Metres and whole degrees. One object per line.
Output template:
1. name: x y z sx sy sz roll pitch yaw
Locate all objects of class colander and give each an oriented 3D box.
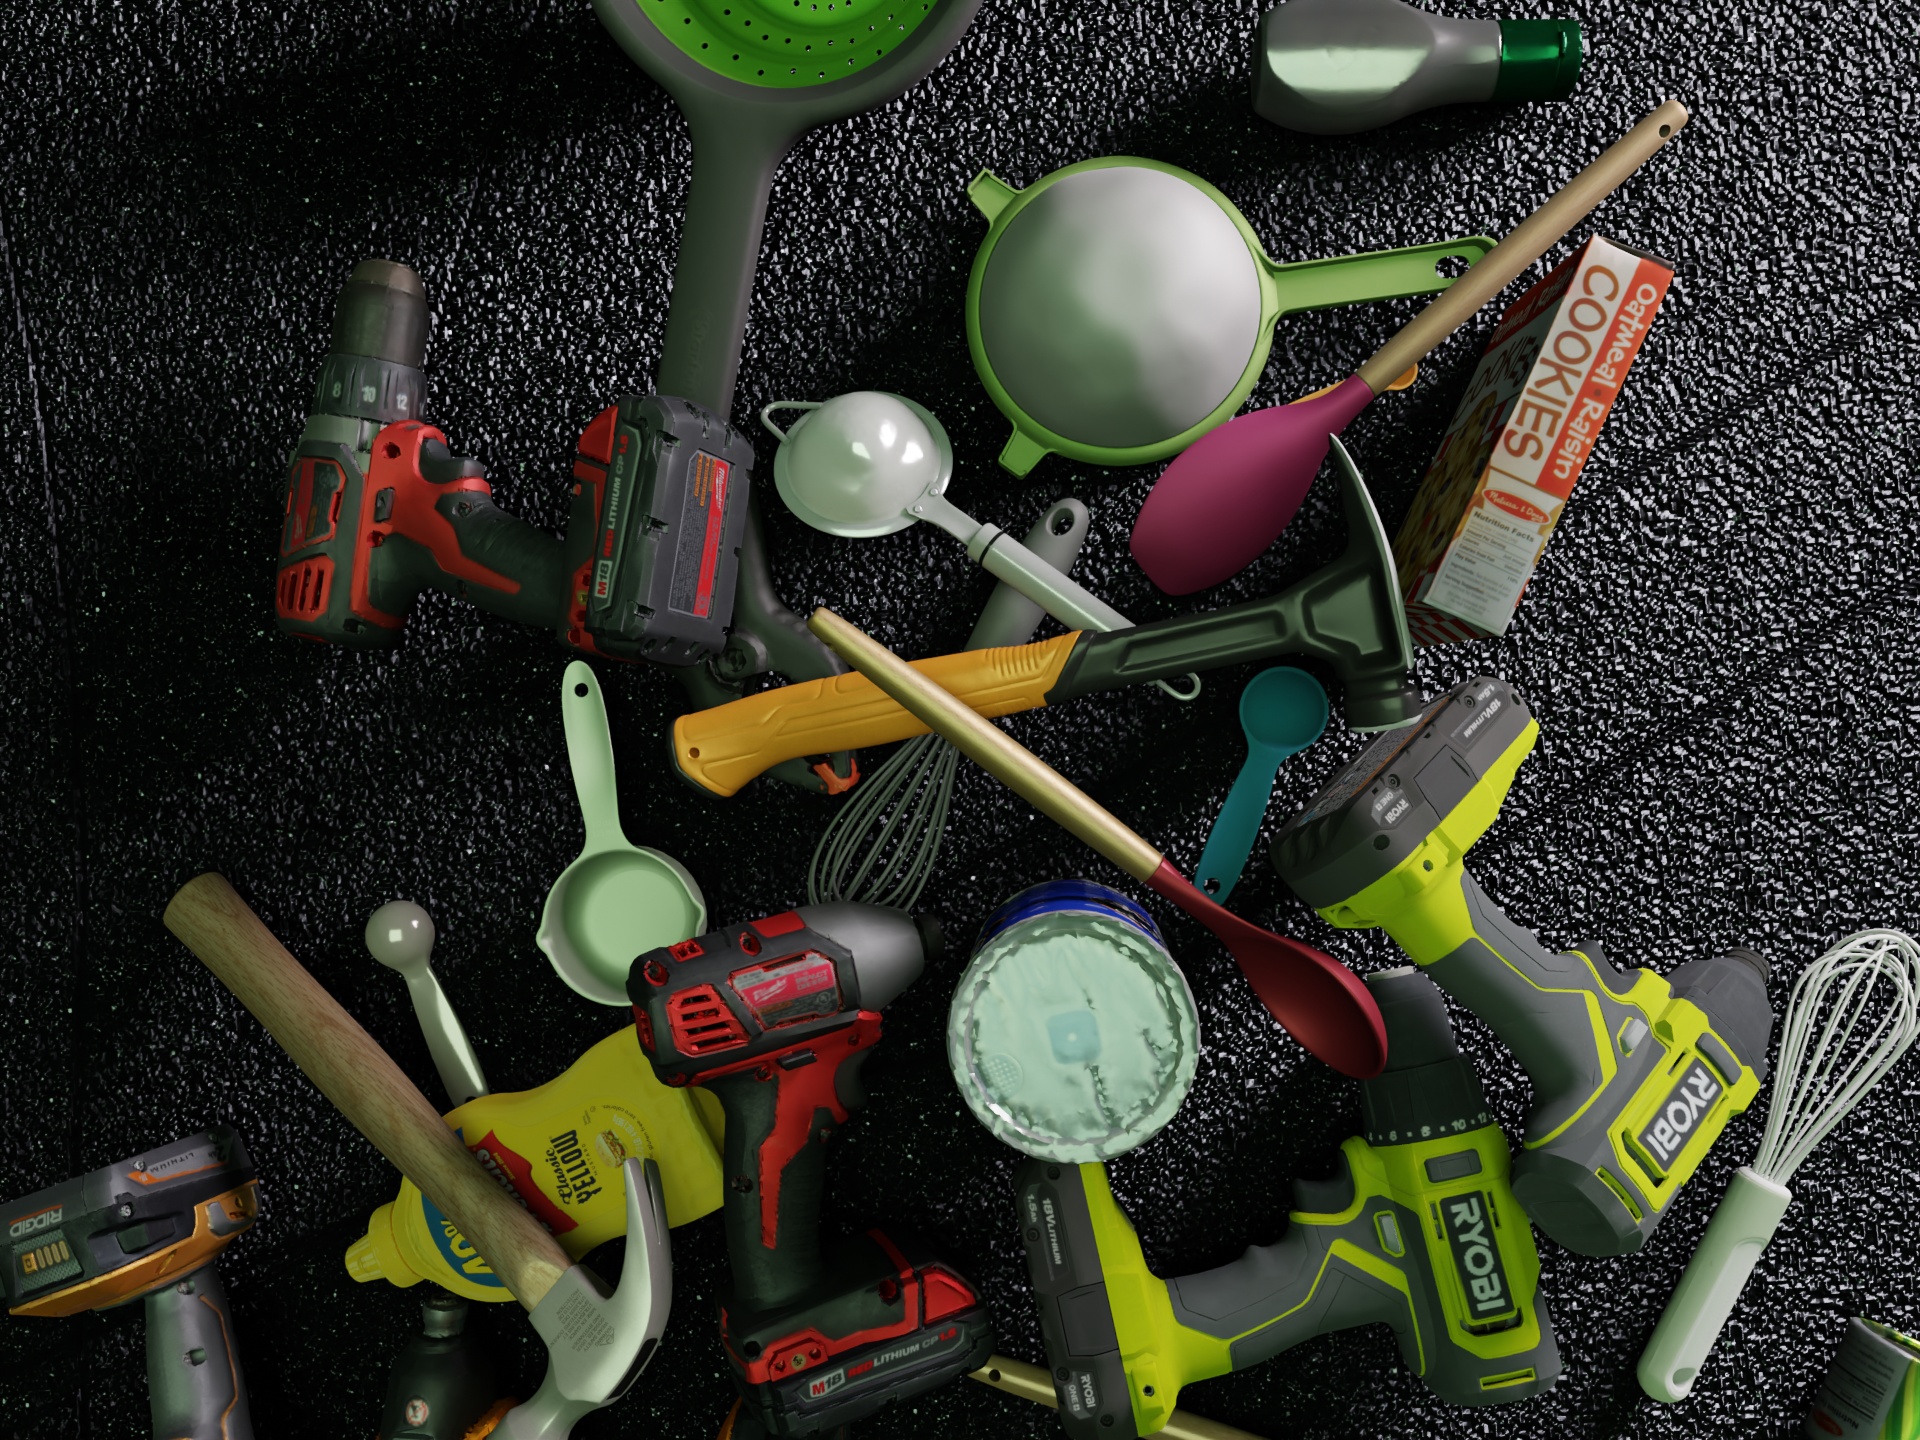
1. colander: -0.092 -0.305 0.759 0.204 0.094 0.397 15 109 3

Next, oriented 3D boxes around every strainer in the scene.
1. strainer: 0.006 -0.089 0.743 0.258 0.050 0.087 36 70 11
2. strainer: 0.128 -0.205 0.743 0.256 0.069 0.151 -6 89 5

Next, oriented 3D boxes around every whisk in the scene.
1. whisk: 0.378 0.208 0.739 0.057 0.059 0.246 22 96 -24
2. whisk: -0.001 -0.002 0.763 0.055 0.055 0.239 29 87 3

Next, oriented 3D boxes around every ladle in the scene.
1. ladle: 0.159 0.351 0.759 0.320 0.062 0.078 14 91 10
2. ladle: 0.062 0.050 0.690 0.315 0.069 0.031 37 64 -4

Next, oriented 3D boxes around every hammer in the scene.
1. hammer: -0.261 0.183 0.741 0.331 0.031 0.130 39 85 19
2. hammer: 0.024 -0.027 0.708 0.337 0.034 0.127 -12 96 14

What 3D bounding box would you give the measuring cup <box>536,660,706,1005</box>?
1. measuring cup: -0.169 0.054 0.778 0.083 0.038 0.167 -11 87 3

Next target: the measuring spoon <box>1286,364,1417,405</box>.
1. measuring spoon: 0.167 -0.146 0.772 0.117 0.011 0.021 -28 87 7

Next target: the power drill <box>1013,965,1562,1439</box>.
1. power drill: 0.144 0.227 0.734 0.228 0.080 0.191 -12 79 0

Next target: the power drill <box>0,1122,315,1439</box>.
1. power drill: -0.364 0.314 0.717 0.084 0.185 0.226 -20 85 5

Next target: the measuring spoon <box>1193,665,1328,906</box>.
1. measuring spoon: 0.139 0.034 0.771 0.042 0.021 0.128 21 100 3

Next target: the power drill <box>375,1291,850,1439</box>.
1. power drill: -0.170 0.361 0.755 0.226 0.084 0.164 1 89 7

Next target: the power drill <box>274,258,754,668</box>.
1. power drill: -0.216 -0.119 0.745 0.227 0.080 0.188 8 89 20

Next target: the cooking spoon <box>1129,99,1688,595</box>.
1. cooking spoon: 0.208 -0.174 0.743 0.319 0.017 0.068 -41 116 7

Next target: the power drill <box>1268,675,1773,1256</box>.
1. power drill: 0.262 0.098 0.716 0.171 0.080 0.223 -40 89 -27

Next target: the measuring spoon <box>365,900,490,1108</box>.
1. measuring spoon: -0.263 0.148 0.791 0.034 0.018 0.124 -24 89 3

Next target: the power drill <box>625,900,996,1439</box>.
1. power drill: -0.059 0.192 0.720 0.143 0.078 0.219 -14 98 -21
